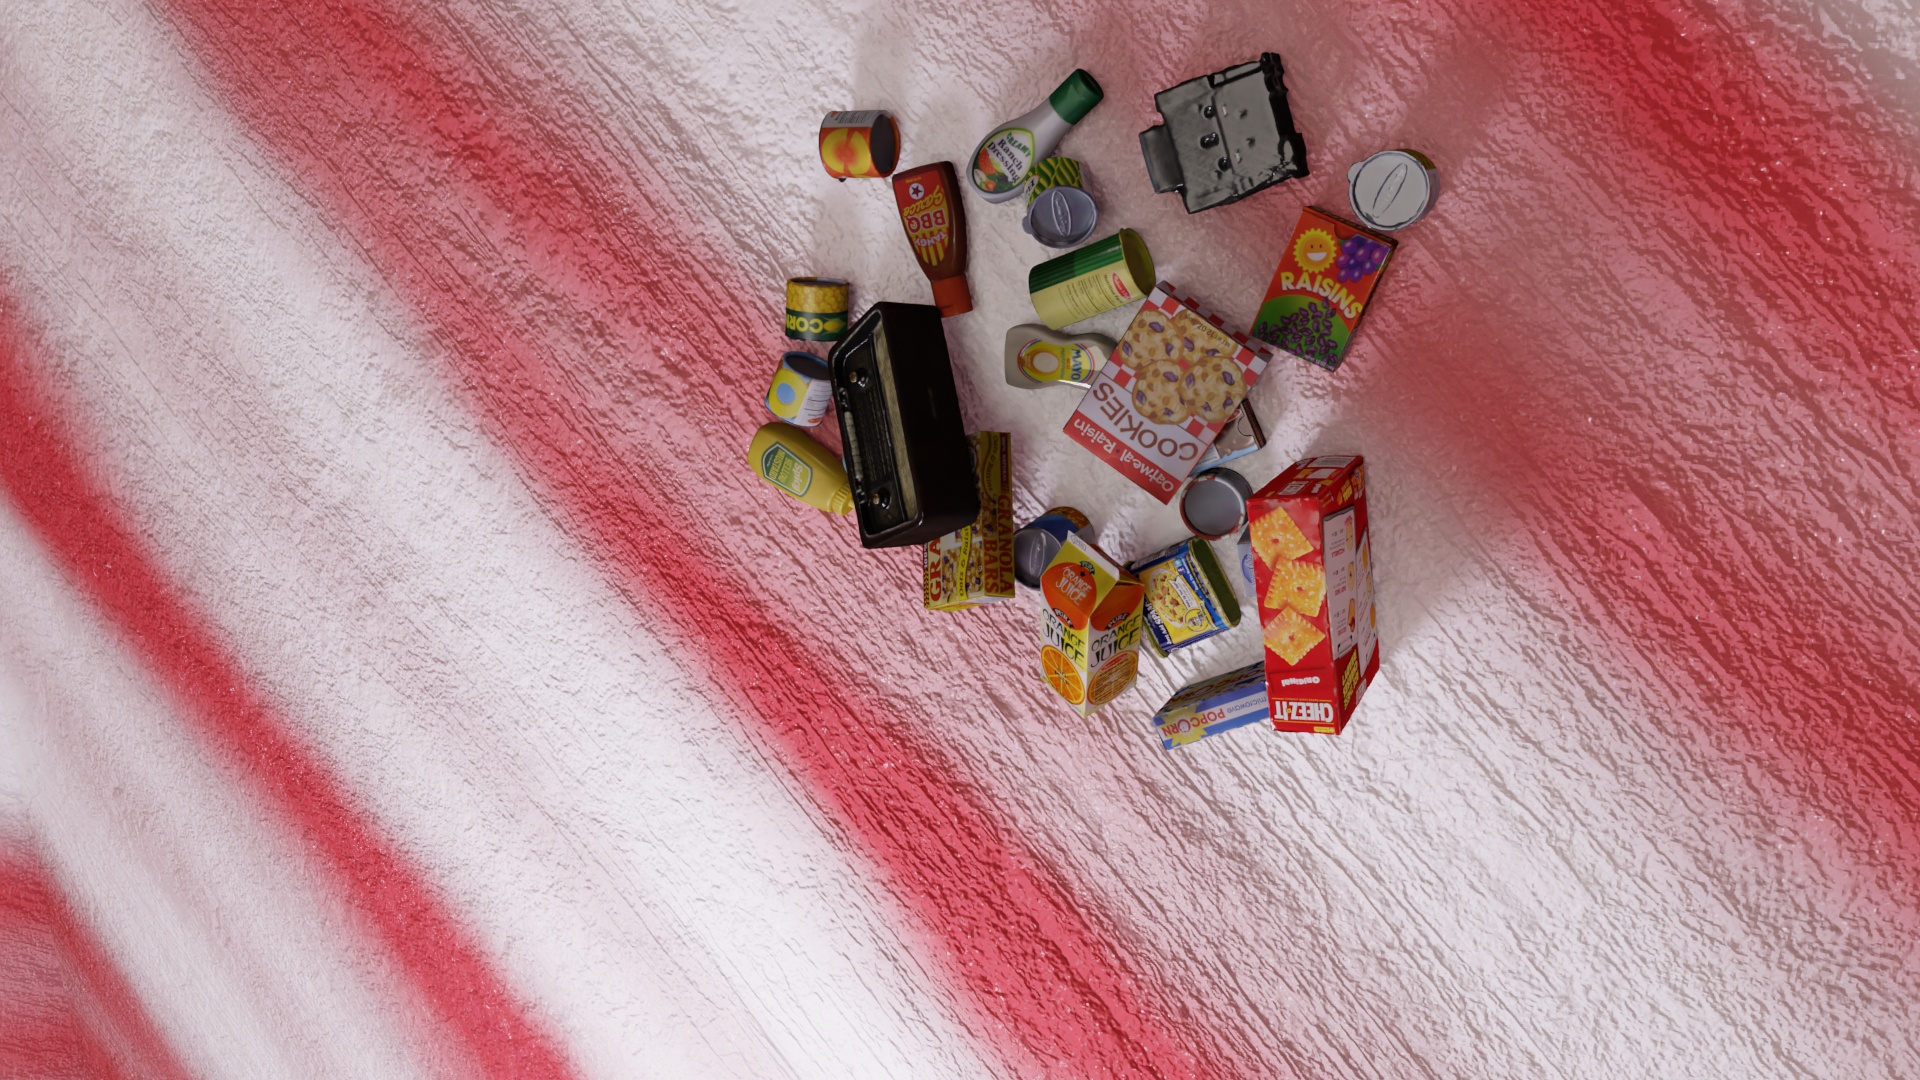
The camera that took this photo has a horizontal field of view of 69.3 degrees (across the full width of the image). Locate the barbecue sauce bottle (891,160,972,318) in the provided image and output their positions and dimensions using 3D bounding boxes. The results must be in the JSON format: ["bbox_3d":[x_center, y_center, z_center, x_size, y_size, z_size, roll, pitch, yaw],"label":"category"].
[{"bbox_3d":[-0.021,-0.298,1.382,0.065,0.044,0.148,-8,102,27],"label":"barbecue sauce bottle"}]

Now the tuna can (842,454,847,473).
[{"bbox_3d":[-0.090,-0.084,1.473,0.071,0.071,0.032,51,126,4],"label":"tuna can"}]

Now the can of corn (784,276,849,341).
[{"bbox_3d":[-0.151,-0.242,1.450,0.071,0.071,0.058,12,111,23],"label":"can of corn"}]

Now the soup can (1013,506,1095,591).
[{"bbox_3d":[0.088,0.006,1.398,0.071,0.084,0.071,8,109,25],"label":"soup can"}]

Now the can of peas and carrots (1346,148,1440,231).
[{"bbox_3d":[0.365,-0.298,1.175,0.071,0.059,0.070,8,109,25],"label":"can of peas and carrots"}]

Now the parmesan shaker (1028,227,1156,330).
[{"bbox_3d":[0.122,-0.248,1.310,0.103,0.071,0.071,-15,98,31],"label":"parmesan shaker"}]

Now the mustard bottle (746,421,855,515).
[{"bbox_3d":[-0.158,-0.070,1.521,0.160,0.049,0.065,32,119,15],"label":"mustard bottle"}]

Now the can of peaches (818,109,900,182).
[{"bbox_3d":[-0.099,-0.391,1.380,0.058,0.071,0.071,6,108,25],"label":"can of peaches"}]

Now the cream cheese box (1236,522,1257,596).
[{"bbox_3d":[0.280,0.011,1.290,0.024,0.104,0.053,-6,105,23],"label":"cream cheese box"}]

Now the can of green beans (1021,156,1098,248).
[{"bbox_3d":[0.093,-0.315,1.294,0.071,0.058,0.071,-1,132,-2],"label":"can of green beans"}]

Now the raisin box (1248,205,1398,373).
[{"bbox_3d":[0.321,-0.224,1.233,0.086,0.040,0.122,29,116,18],"label":"raisin box"}]

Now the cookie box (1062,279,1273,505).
[{"bbox_3d":[0.189,-0.135,1.285,0.123,0.040,0.166,36,117,6],"label":"cookie box"}]

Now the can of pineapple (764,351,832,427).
[{"bbox_3d":[-0.171,-0.164,1.489,0.071,0.071,0.057,33,118,14],"label":"can of pineapple"}]

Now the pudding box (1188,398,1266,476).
[{"bbox_3d":[0.242,-0.097,1.319,0.083,0.030,0.049,-22,94,31],"label":"pudding box"}]

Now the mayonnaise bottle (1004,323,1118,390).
[{"bbox_3d":[0.117,-0.175,1.351,0.148,0.041,0.064,9,110,24],"label":"mayonnaise bottle"}]

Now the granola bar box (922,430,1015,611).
[{"bbox_3d":[0.005,-0.017,1.395,0.124,0.039,0.165,-17,72,58],"label":"granola bar box"}]

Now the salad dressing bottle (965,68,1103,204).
[{"bbox_3d":[0.070,-0.381,1.309,0.147,0.044,0.064,-38,90,31],"label":"salad dressing bottle"}]

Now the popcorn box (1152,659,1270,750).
[{"bbox_3d":[0.260,0.158,1.357,0.126,0.085,0.038,-24,93,31],"label":"popcorn box"}]

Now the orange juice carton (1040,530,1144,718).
[{"bbox_3d":[0.127,0.077,1.355,0.072,0.073,0.191,42,149,36],"label":"orange juice carton"}]

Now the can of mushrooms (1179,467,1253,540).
[{"bbox_3d":[0.244,-0.033,1.336,0.071,0.033,0.070,8,110,24],"label":"can of mushrooms"}]
